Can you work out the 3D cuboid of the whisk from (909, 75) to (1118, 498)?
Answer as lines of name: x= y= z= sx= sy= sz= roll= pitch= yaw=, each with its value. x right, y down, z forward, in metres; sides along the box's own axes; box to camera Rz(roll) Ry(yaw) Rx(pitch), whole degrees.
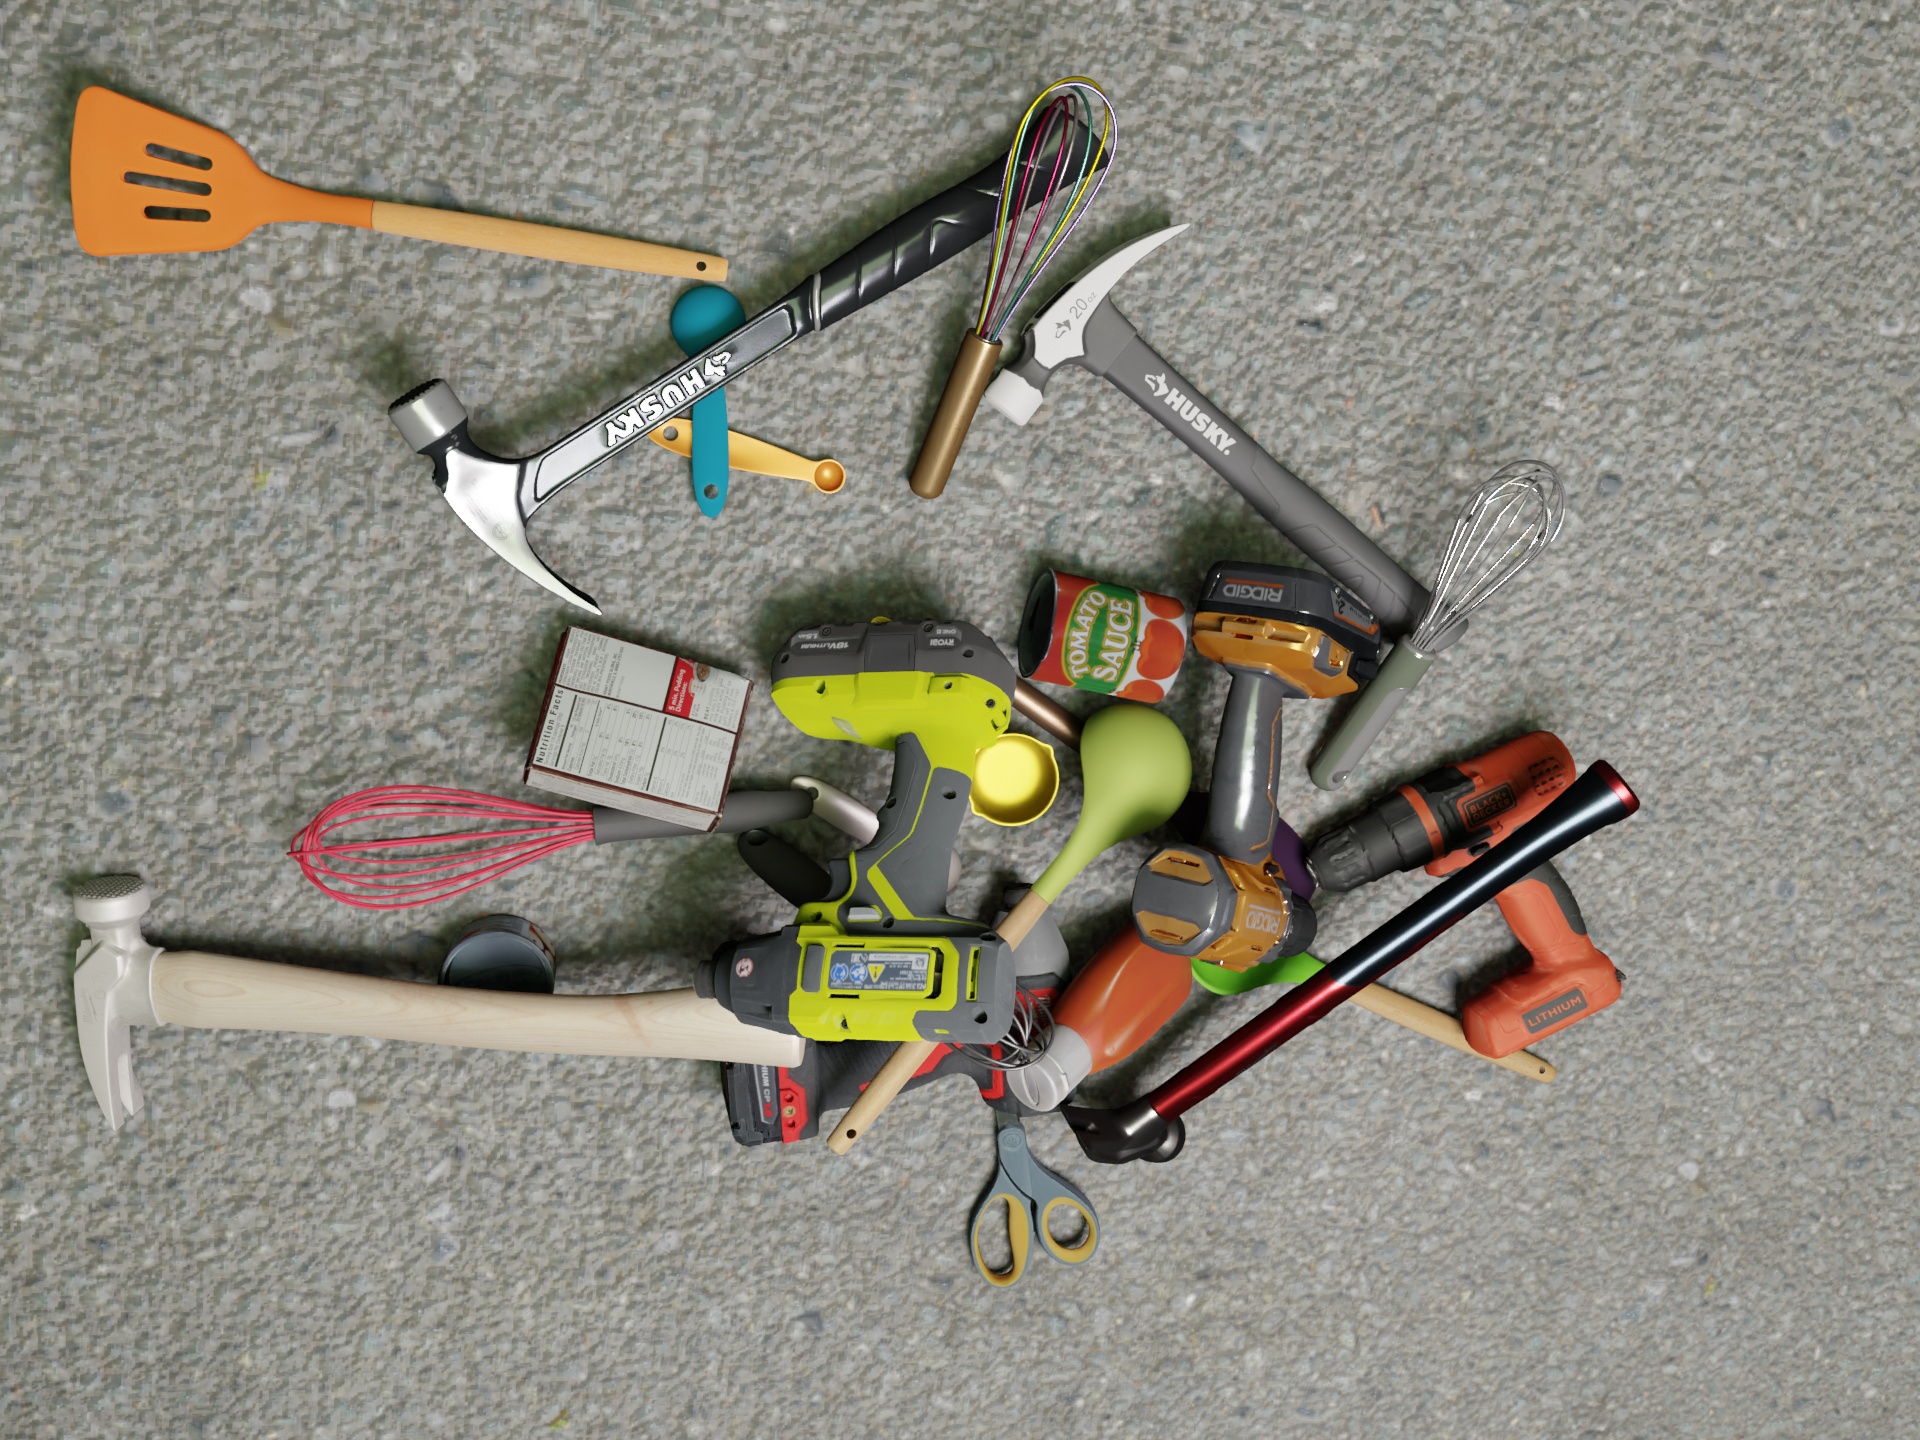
whisk: x=0.018 y=-0.231 z=0.867 sx=0.051 sy=0.047 sz=0.244 roll=36 pitch=122 yaw=20

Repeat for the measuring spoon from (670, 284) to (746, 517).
measuring spoon: x=-0.140 y=-0.177 z=0.886 sx=0.042 sy=0.021 sz=0.128 roll=-1 pitch=98 yaw=-8

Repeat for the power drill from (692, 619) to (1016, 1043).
power drill: x=-0.052 y=0.062 z=0.869 sx=0.171 sy=0.080 sz=0.223 roll=-1 pitch=66 yaw=15

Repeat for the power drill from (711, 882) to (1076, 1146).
power drill: x=-0.037 y=0.178 z=0.972 sx=0.219 sy=0.078 sz=0.143 roll=-5 pitch=98 yaw=-13

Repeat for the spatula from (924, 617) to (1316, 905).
spatula: x=0.103 y=0.028 z=0.991 sx=0.315 sy=0.018 sz=0.060 roll=34 pitch=75 yaw=-16

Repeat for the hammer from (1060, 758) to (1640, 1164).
hammer: x=0.233 y=0.149 z=0.958 sx=0.386 sy=0.038 sz=0.143 roll=-39 pitch=150 yaw=13

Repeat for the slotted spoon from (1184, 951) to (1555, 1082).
slotted spoon: x=0.274 y=0.186 z=1.060 sx=0.313 sy=0.031 sz=0.070 roll=24 pitch=81 yaw=-18

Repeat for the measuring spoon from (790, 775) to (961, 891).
measuring spoon: x=-0.051 y=0.070 z=0.973 sx=0.124 sy=0.018 sz=0.034 roll=33 pitch=96 yaw=-15

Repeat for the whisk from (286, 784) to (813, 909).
whisk: x=-0.231 y=0.063 z=0.918 sx=0.295 sy=0.073 sz=0.073 roll=-5 pitch=105 yaw=-14

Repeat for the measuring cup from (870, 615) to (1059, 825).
measuring cup: x=-0.002 y=-0.003 z=0.966 sx=0.062 sy=0.029 sz=0.156 roll=-40 pitch=96 yaw=2

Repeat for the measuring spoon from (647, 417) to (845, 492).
measuring spoon: x=-0.123 y=-0.152 z=0.910 sx=0.117 sy=0.011 sz=0.021 roll=14 pitch=95 yaw=-10

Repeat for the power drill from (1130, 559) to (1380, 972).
power drill: x=0.183 y=0.037 z=0.943 sx=0.185 sy=0.084 sz=0.226 roll=21 pitch=82 yaw=-55

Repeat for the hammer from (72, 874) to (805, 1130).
hammer: x=-0.293 y=0.174 z=0.900 sx=0.410 sy=0.038 sz=0.146 roll=4 pitch=105 yaw=2

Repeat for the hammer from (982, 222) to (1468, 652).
hammer: x=0.183 y=-0.149 z=0.953 sx=0.334 sy=0.035 sz=0.146 roll=37 pitch=96 yaw=-17

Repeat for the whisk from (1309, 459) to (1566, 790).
whisk: x=0.281 y=-0.050 z=0.956 sx=0.057 sy=0.059 sz=0.246 roll=3 pitch=130 yaw=-36

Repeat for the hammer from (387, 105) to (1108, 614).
hammer: x=-0.093 y=-0.213 z=0.866 sx=0.409 sy=0.036 sz=0.149 roll=-34 pitch=115 yaw=-7

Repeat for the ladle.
ladle: x=0.026 y=0.122 z=0.938 sx=0.078 sy=0.062 sz=0.320 roll=42 pitch=84 yaw=-17

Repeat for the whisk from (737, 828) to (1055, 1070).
whisk: x=-0.043 y=0.125 z=0.907 sx=0.055 sy=0.239 sz=0.055 roll=-37 pitch=146 yaw=-32

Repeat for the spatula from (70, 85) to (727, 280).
spatula: x=-0.284 y=-0.261 z=0.834 sx=0.322 sy=0.041 sz=0.081 roll=5 pitch=102 yaw=-13
